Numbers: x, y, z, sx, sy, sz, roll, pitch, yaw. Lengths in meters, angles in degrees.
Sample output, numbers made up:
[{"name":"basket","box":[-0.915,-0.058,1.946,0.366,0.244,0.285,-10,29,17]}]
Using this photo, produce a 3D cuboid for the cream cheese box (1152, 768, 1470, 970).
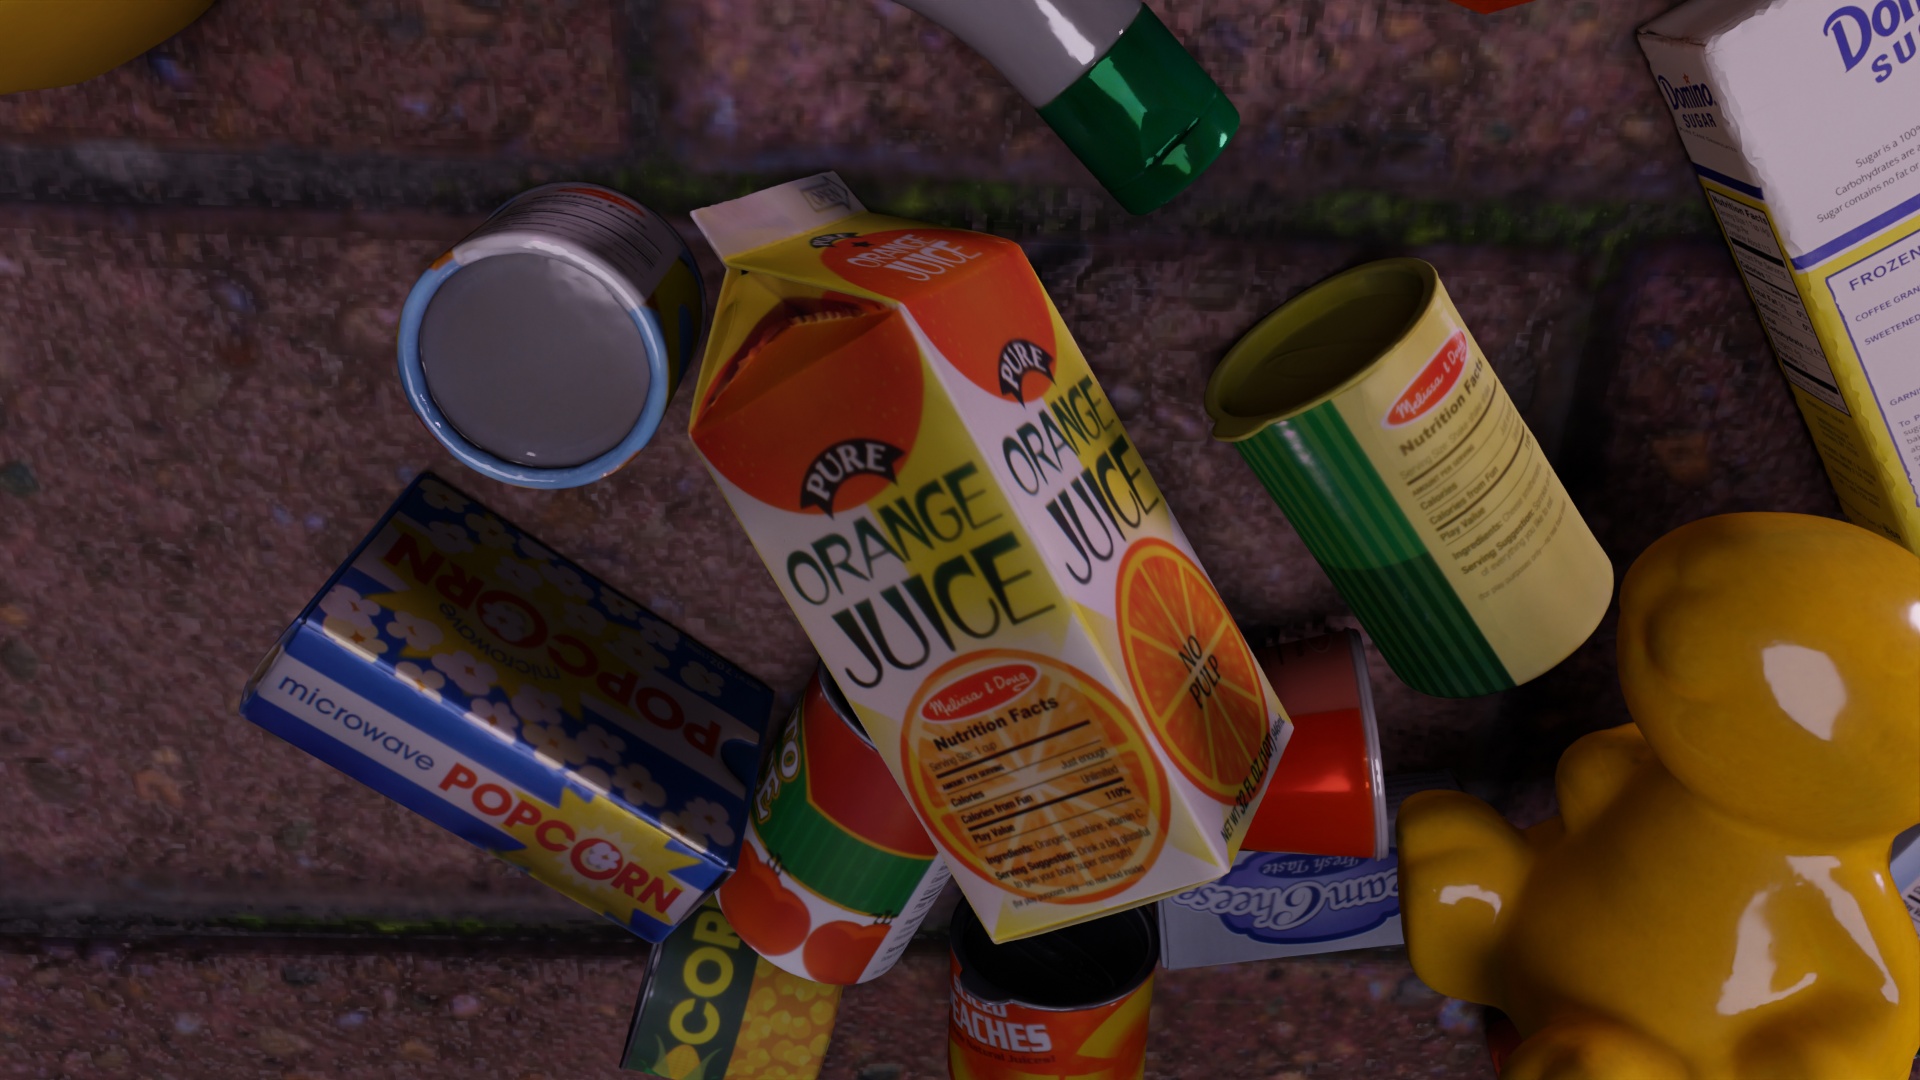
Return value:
[{"name":"cream cheese box","box":[0.114,0.108,0.454,0.104,0.024,0.053,-7,115,3]}]

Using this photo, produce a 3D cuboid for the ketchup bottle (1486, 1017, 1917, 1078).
[{"name":"ketchup bottle","box":[0.262,0.174,0.477,0.149,0.044,0.064,-20,115,8]}]

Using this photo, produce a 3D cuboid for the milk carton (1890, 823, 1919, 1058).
[{"name":"milk carton","box":[0.310,0.054,0.406,0.073,0.072,0.189,28,113,-13]}]

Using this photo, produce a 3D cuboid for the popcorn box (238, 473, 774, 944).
[{"name":"popcorn box","box":[-0.119,0.045,0.388,0.126,0.085,0.038,35,111,-16]}]

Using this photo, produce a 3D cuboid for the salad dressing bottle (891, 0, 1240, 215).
[{"name":"salad dressing bottle","box":[0.006,-0.141,0.325,0.064,0.044,0.147,-44,109,12]}]

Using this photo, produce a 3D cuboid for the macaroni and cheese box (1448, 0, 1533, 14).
[{"name":"macaroni and cheese box","box":[0.092,-0.210,0.275,0.124,0.040,0.166,17,100,-10]}]

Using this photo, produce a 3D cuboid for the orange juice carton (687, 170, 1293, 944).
[{"name":"orange juice carton","box":[0.001,-0.004,0.350,0.073,0.072,0.192,-27,97,32]}]

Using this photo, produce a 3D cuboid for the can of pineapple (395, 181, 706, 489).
[{"name":"can of pineapple","box":[-0.103,-0.052,0.358,0.071,0.058,0.070,0,116,-1]}]

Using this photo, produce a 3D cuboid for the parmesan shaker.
[{"name":"parmesan shaker","box":[0.119,-0.013,0.373,0.071,0.071,0.103,-34,112,14]}]

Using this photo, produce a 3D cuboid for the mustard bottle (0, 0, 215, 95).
[{"name":"mustard bottle","box":[-0.201,-0.117,0.270,0.065,0.161,0.048,-35,110,13]}]

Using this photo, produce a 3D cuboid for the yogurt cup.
[{"name":"yogurt cup","box":[0.095,0.062,0.412,0.054,0.073,0.072,-7,115,12]}]

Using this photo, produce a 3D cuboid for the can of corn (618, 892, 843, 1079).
[{"name":"can of corn","box":[-0.070,0.140,0.442,0.058,0.071,0.071,16,114,-9]}]

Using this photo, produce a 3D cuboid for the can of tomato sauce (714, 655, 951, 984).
[{"name":"can of tomato sauce","box":[-0.030,0.079,0.417,0.071,0.071,0.082,24,113,-11]}]

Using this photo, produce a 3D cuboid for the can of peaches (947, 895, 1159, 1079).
[{"name":"can of peaches","box":[0.027,0.149,0.448,0.071,0.071,0.057,1,116,-1]}]
